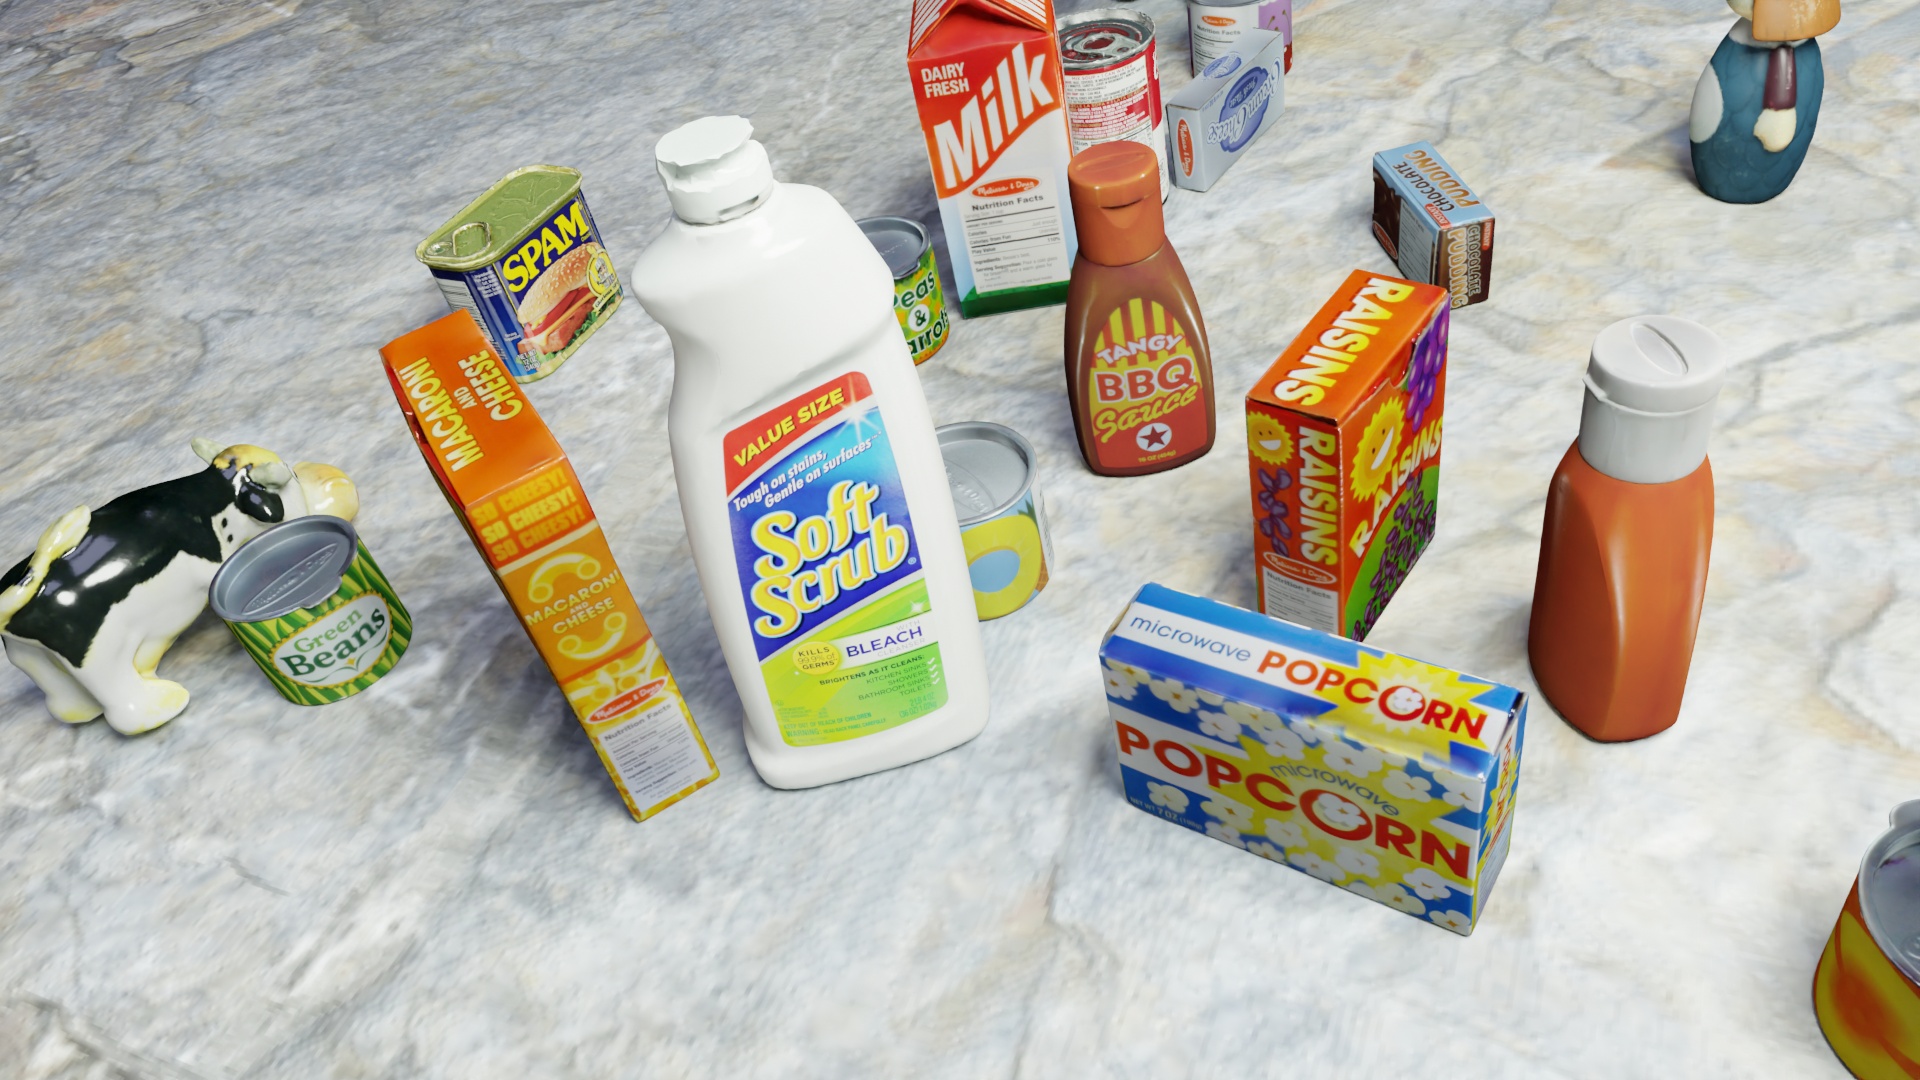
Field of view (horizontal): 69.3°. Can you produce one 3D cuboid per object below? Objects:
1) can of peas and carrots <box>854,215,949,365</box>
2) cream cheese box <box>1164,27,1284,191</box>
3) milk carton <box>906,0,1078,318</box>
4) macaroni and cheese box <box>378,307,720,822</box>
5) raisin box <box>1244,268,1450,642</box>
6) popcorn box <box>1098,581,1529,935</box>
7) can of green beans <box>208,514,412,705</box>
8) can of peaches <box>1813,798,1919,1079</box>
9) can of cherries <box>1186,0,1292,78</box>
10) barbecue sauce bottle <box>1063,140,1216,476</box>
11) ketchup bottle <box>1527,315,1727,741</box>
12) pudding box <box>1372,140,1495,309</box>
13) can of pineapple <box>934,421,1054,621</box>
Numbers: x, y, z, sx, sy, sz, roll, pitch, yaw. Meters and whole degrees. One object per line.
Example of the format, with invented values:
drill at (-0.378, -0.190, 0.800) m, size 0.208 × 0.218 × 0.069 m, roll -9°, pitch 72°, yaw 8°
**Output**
can of peas and carrots at (-0.041, -0.128, 0.730) m, size 0.071 × 0.058 × 0.071 m, roll -8°, pitch 42°, yaw 7°
cream cheese box at (0.157, -0.254, 0.817) m, size 0.024 × 0.053 × 0.104 m, roll 20°, pitch 52°, yaw 32°
milk carton at (0.019, -0.216, 0.710) m, size 0.073 × 0.189 × 0.073 m, roll -8°, pitch 42°, yaw 8°
macaroni and cheese box at (-0.155, 0.011, 0.528) m, size 0.040 × 0.165 × 0.124 m, roll -29°, pitch 44°, yaw -16°
raisin box at (0.145, -0.025, 0.517) m, size 0.040 × 0.122 × 0.086 m, roll 22°, pitch 53°, yaw 34°
popcorn box at (0.112, 0.069, 0.452) m, size 0.127 × 0.084 × 0.038 m, roll 17°, pitch 50°, yaw 30°
can of green beans at (-0.290, 0.032, 0.625) m, size 0.071 × 0.057 × 0.071 m, roll -8°, pitch 42°, yaw 7°
can of peaches at (0.274, 0.115, 0.377) m, size 0.071 × 0.057 × 0.071 m, roll -8°, pitch 42°, yaw 7°
can of cherries at (0.181, -0.331, 0.890) m, size 0.071 × 0.058 × 0.072 m, roll -8°, pitch 42°, yaw 7°
barbecue sauce bottle at (0.073, -0.097, 0.597) m, size 0.065 × 0.147 × 0.044 m, roll -12°, pitch 42°, yaw 3°
ketchup bottle at (0.217, -0.003, 0.454) m, size 0.043 × 0.148 × 0.065 m, roll -13°, pitch 42°, yaw 2°
pudding box at (0.234, -0.158, 0.693) m, size 0.030 × 0.049 × 0.084 m, roll -14°, pitch 42°, yaw 1°
can of pineapple at (0.002, -0.007, 0.587) m, size 0.071 × 0.057 × 0.071 m, roll -8°, pitch 42°, yaw 7°
